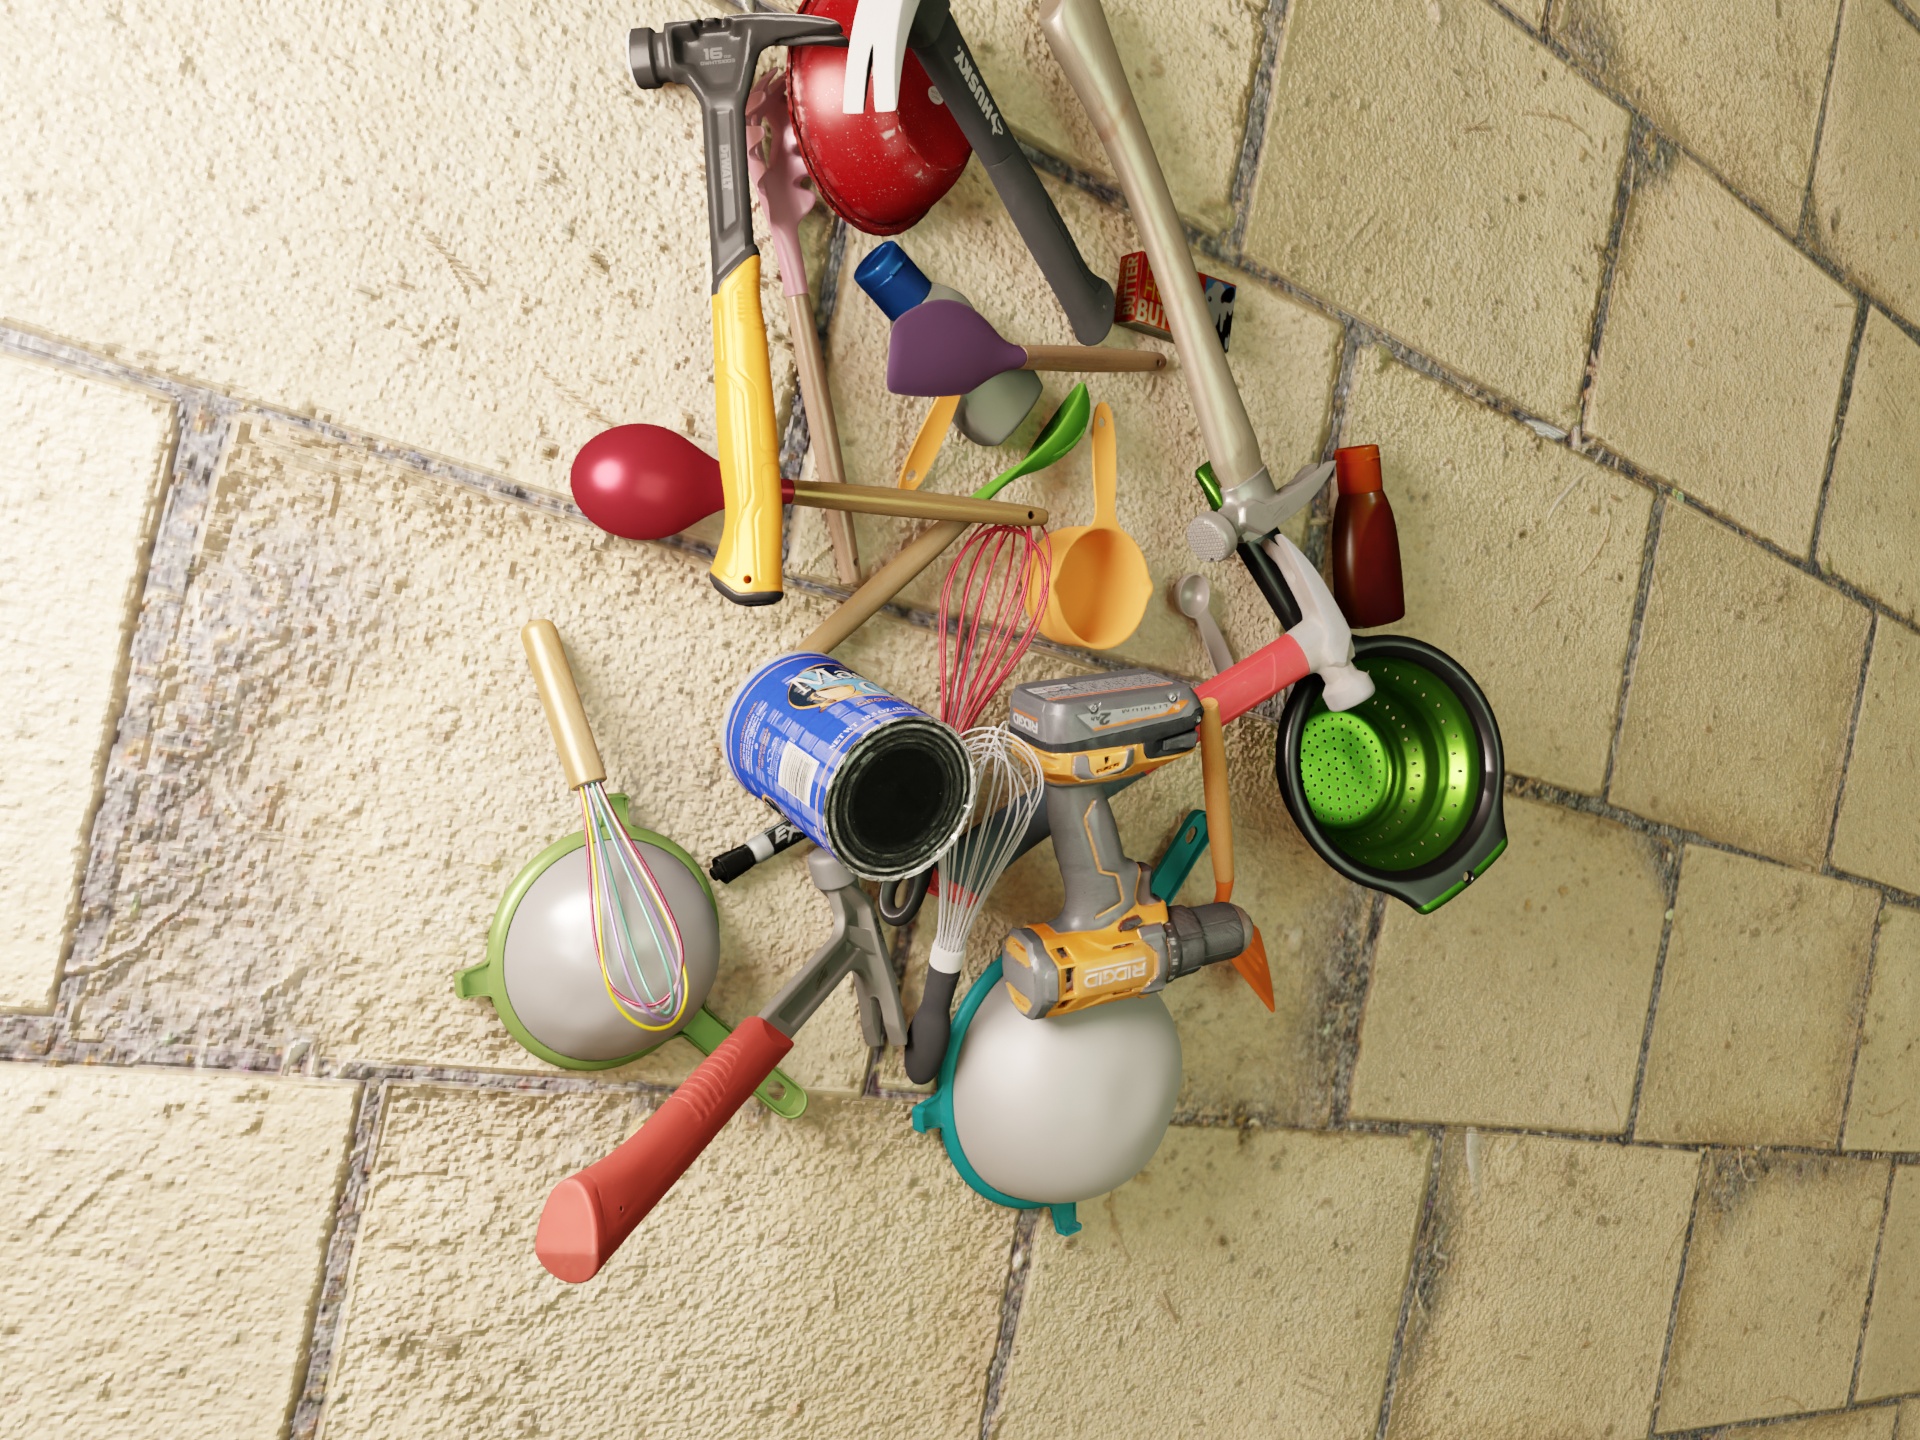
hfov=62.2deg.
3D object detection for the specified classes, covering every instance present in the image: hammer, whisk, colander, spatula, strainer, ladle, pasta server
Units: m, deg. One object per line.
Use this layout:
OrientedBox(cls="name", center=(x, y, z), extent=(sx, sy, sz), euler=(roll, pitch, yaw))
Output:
OrientedBox(cls="hammer", center=(0.125, 0.007, 1.154), extent=(0.386, 0.038, 0.143), euler=(-30, 94, -19))
OrientedBox(cls="whisk", center=(-0.003, 0.129, 1.051), extent=(0.070, 0.070, 0.284), euler=(-8, 122, -36))
OrientedBox(cls="whisk", center=(-0.002, -0.003, 1.076), extent=(0.073, 0.073, 0.296), euler=(21, 84, -36))
OrientedBox(cls="colander", center=(0.287, -0.032, 1.285), extent=(0.204, 0.094, 0.397), euler=(-34, 96, -19))
OrientedBox(cls="hammer", center=(0.028, -0.347, 1.007), extent=(0.334, 0.035, 0.146), euler=(45, 60, -55))
OrientedBox(cls="spatula", center=(0.205, 0.099, 1.188), extent=(0.081, 0.041, 0.322), euler=(-91, 171, -45))
OrientedBox(cls="strainer", center=(0.126, 0.213, 1.176), extent=(0.210, 0.095, 0.340), euler=(44, 71, -31))
OrientedBox(cls="ladle", center=(-0.082, -0.139, 0.991), extent=(0.315, 0.031, 0.069), euler=(1, 91, -28))
OrientedBox(cls="spatula", center=(0.054, -0.246, 1.069), extent=(0.316, 0.018, 0.059), euler=(-14, 116, -51))
OrientedBox(cls="hammer", center=(0.159, -0.328, 1.147), extent=(0.146, 0.038, 0.410), euler=(-35, 111, -31))
OrientedBox(cls="hammer", center=(-0.120, -0.235, 0.919), extent=(0.127, 0.034, 0.337), euler=(-3, 92, 6))
OrientedBox(cls="pasta server", center=(-0.092, -0.241, 1.001), extent=(0.060, 0.040, 0.316), euler=(-27, 113, -49))
OrientedBox(cls="whisk", center=(-0.205, 0.057, 0.895), extent=(0.047, 0.051, 0.245), euler=(-17, 80, -19))
OrientedBox(cls="strainer", center=(-0.167, 0.175, 0.969), extent=(0.256, 0.069, 0.151), euler=(48, 67, -28))
OrientedBox(cls="hammer", center=(-0.124, 0.206, 0.916), extent=(0.359, 0.037, 0.149), euler=(-44, 123, -62))

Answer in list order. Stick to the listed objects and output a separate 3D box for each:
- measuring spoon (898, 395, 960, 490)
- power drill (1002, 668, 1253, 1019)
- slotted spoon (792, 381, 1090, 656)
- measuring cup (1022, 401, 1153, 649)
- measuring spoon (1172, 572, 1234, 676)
OrientedBox(cls="measuring spoon", center=(-0.016, -0.201, 1.050), extent=(0.021, 0.011, 0.117), euler=(6, 120, -39))
OrientedBox(cls="power drill", center=(0.119, 0.083, 1.086), extent=(0.185, 0.084, 0.226), euler=(-8, 105, -23))
OrientedBox(cls="slotted spoon", center=(-0.015, -0.121, 1.066), extent=(0.314, 0.070, 0.031), euler=(-44, 96, -18))
OrientedBox(cls="measuring cup", center=(0.087, -0.138, 1.137), extent=(0.095, 0.052, 0.173), euler=(-3, 95, -37))
OrientedBox(cls="measuring spoon", center=(0.193, -0.064, 1.250), extent=(0.034, 0.018, 0.124), euler=(-45, 126, -24))
